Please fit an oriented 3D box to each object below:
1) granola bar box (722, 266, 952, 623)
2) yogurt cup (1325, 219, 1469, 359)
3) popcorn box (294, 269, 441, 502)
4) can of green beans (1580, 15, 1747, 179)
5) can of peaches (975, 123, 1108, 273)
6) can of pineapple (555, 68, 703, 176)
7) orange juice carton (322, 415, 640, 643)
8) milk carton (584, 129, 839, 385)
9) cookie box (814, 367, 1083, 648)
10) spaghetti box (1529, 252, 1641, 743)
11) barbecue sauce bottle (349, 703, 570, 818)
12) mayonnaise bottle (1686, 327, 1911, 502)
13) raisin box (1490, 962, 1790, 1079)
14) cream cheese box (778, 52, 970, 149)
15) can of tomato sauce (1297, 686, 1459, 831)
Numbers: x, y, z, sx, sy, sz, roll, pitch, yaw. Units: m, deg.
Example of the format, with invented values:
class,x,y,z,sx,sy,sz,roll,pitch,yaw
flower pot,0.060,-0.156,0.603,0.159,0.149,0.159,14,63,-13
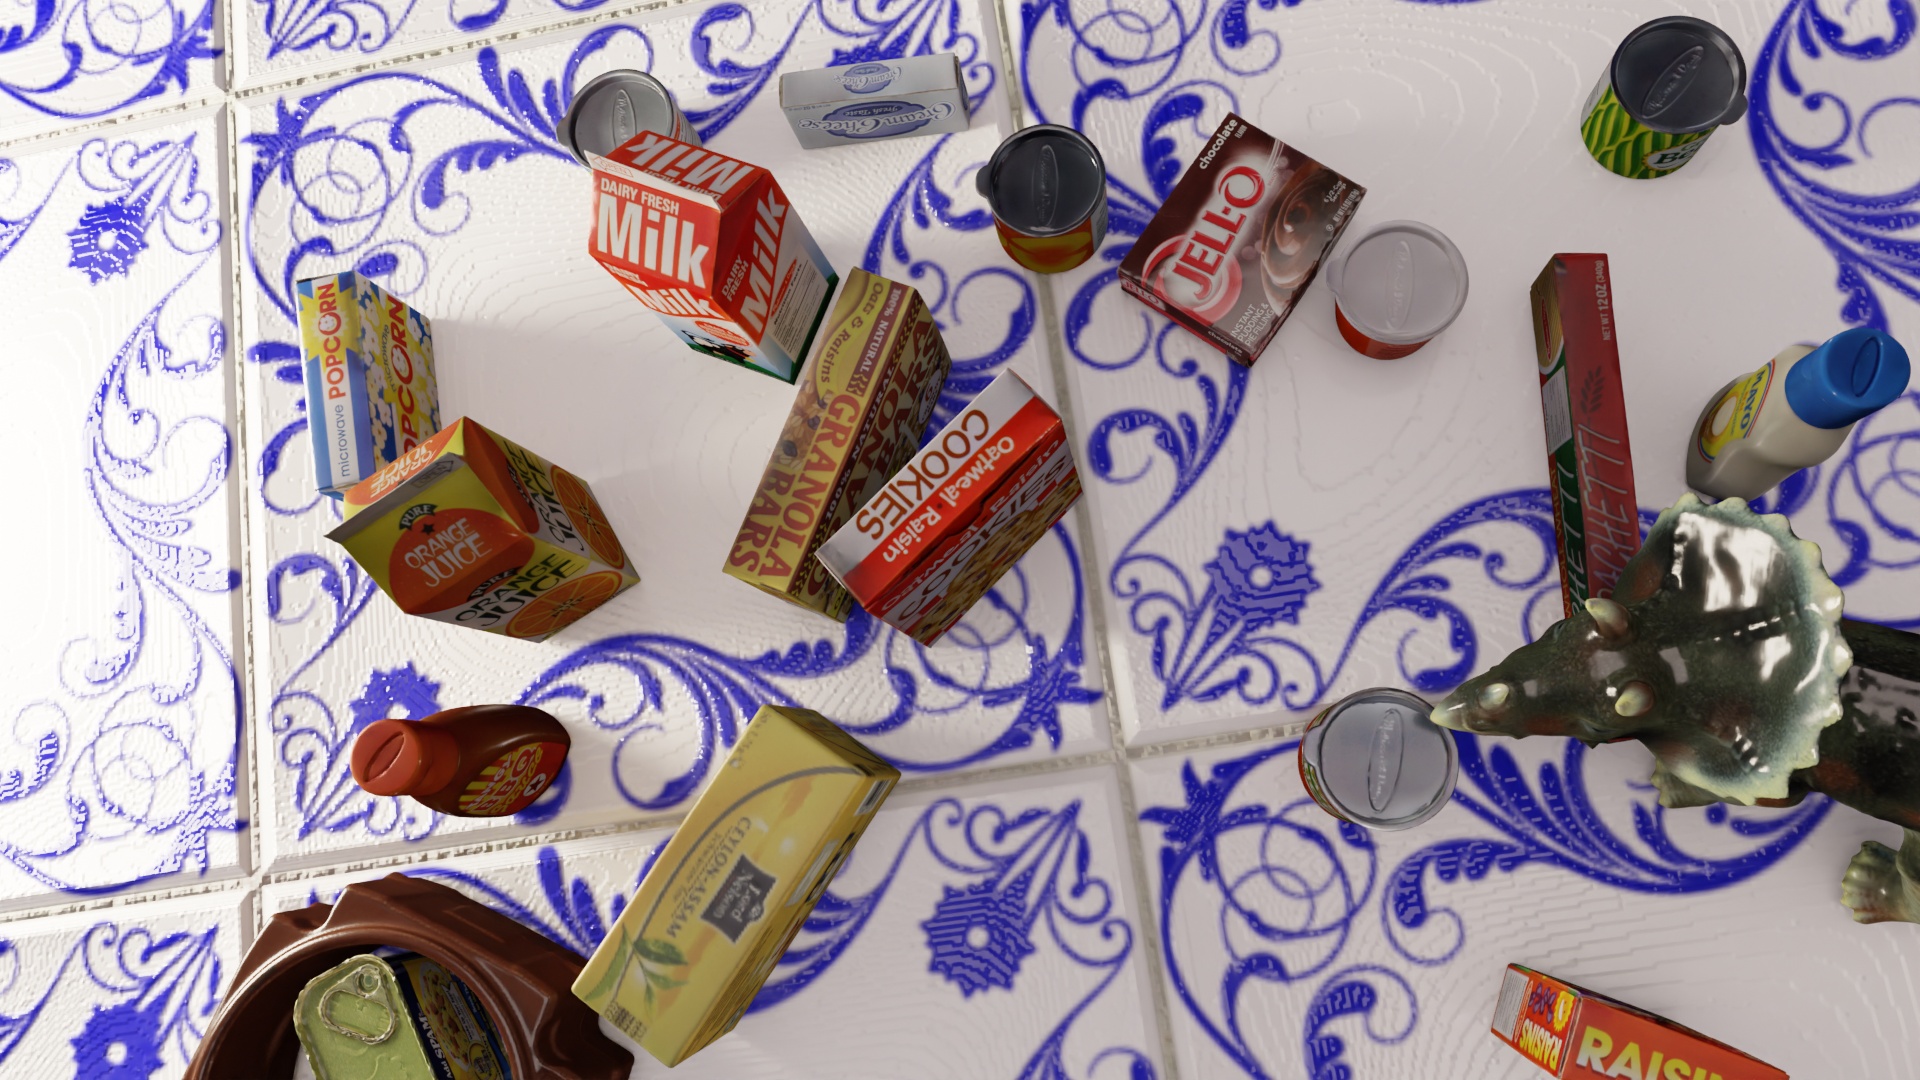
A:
class,x,y,z,sx,sy,sz,roll,pitch,yaw
granola bar box,-0.059,-0.044,0.732,0.039,0.124,0.165,21,83,11
yogurt cup,0.232,-0.130,0.743,0.072,0.054,0.072,-1,79,8
popcorn box,-0.337,-0.081,0.799,0.038,0.085,0.127,-12,78,6
can of green beans,0.373,-0.235,0.741,0.071,0.057,0.071,-1,79,8
can of peaches,0.047,-0.190,0.779,0.071,0.058,0.071,-1,79,8
can of pineapple,-0.193,-0.235,0.822,0.071,0.058,0.071,-1,79,8
orange juice carton,-0.244,-0.004,0.716,0.072,0.192,0.073,-32,77,2
milk carton,-0.130,-0.151,0.729,0.072,0.190,0.073,21,83,11
cookie box,0.002,-0.009,0.694,0.123,0.167,0.040,-45,77,-1
spaghetti box,0.323,-0.022,0.711,0.029,0.050,0.250,-3,79,8
barbecue sauce bottle,-0.258,0.113,0.718,0.044,0.148,0.065,38,87,13
mayonnaise bottle,0.393,-0.061,0.658,0.041,0.148,0.065,20,83,11
raisin box,0.301,0.230,0.628,0.086,0.123,0.040,19,83,11
cream cheese box,-0.048,-0.255,0.807,0.104,0.053,0.024,-5,79,7
can of tomato sauce,0.202,0.109,0.687,0.071,0.083,0.071,-1,79,8
